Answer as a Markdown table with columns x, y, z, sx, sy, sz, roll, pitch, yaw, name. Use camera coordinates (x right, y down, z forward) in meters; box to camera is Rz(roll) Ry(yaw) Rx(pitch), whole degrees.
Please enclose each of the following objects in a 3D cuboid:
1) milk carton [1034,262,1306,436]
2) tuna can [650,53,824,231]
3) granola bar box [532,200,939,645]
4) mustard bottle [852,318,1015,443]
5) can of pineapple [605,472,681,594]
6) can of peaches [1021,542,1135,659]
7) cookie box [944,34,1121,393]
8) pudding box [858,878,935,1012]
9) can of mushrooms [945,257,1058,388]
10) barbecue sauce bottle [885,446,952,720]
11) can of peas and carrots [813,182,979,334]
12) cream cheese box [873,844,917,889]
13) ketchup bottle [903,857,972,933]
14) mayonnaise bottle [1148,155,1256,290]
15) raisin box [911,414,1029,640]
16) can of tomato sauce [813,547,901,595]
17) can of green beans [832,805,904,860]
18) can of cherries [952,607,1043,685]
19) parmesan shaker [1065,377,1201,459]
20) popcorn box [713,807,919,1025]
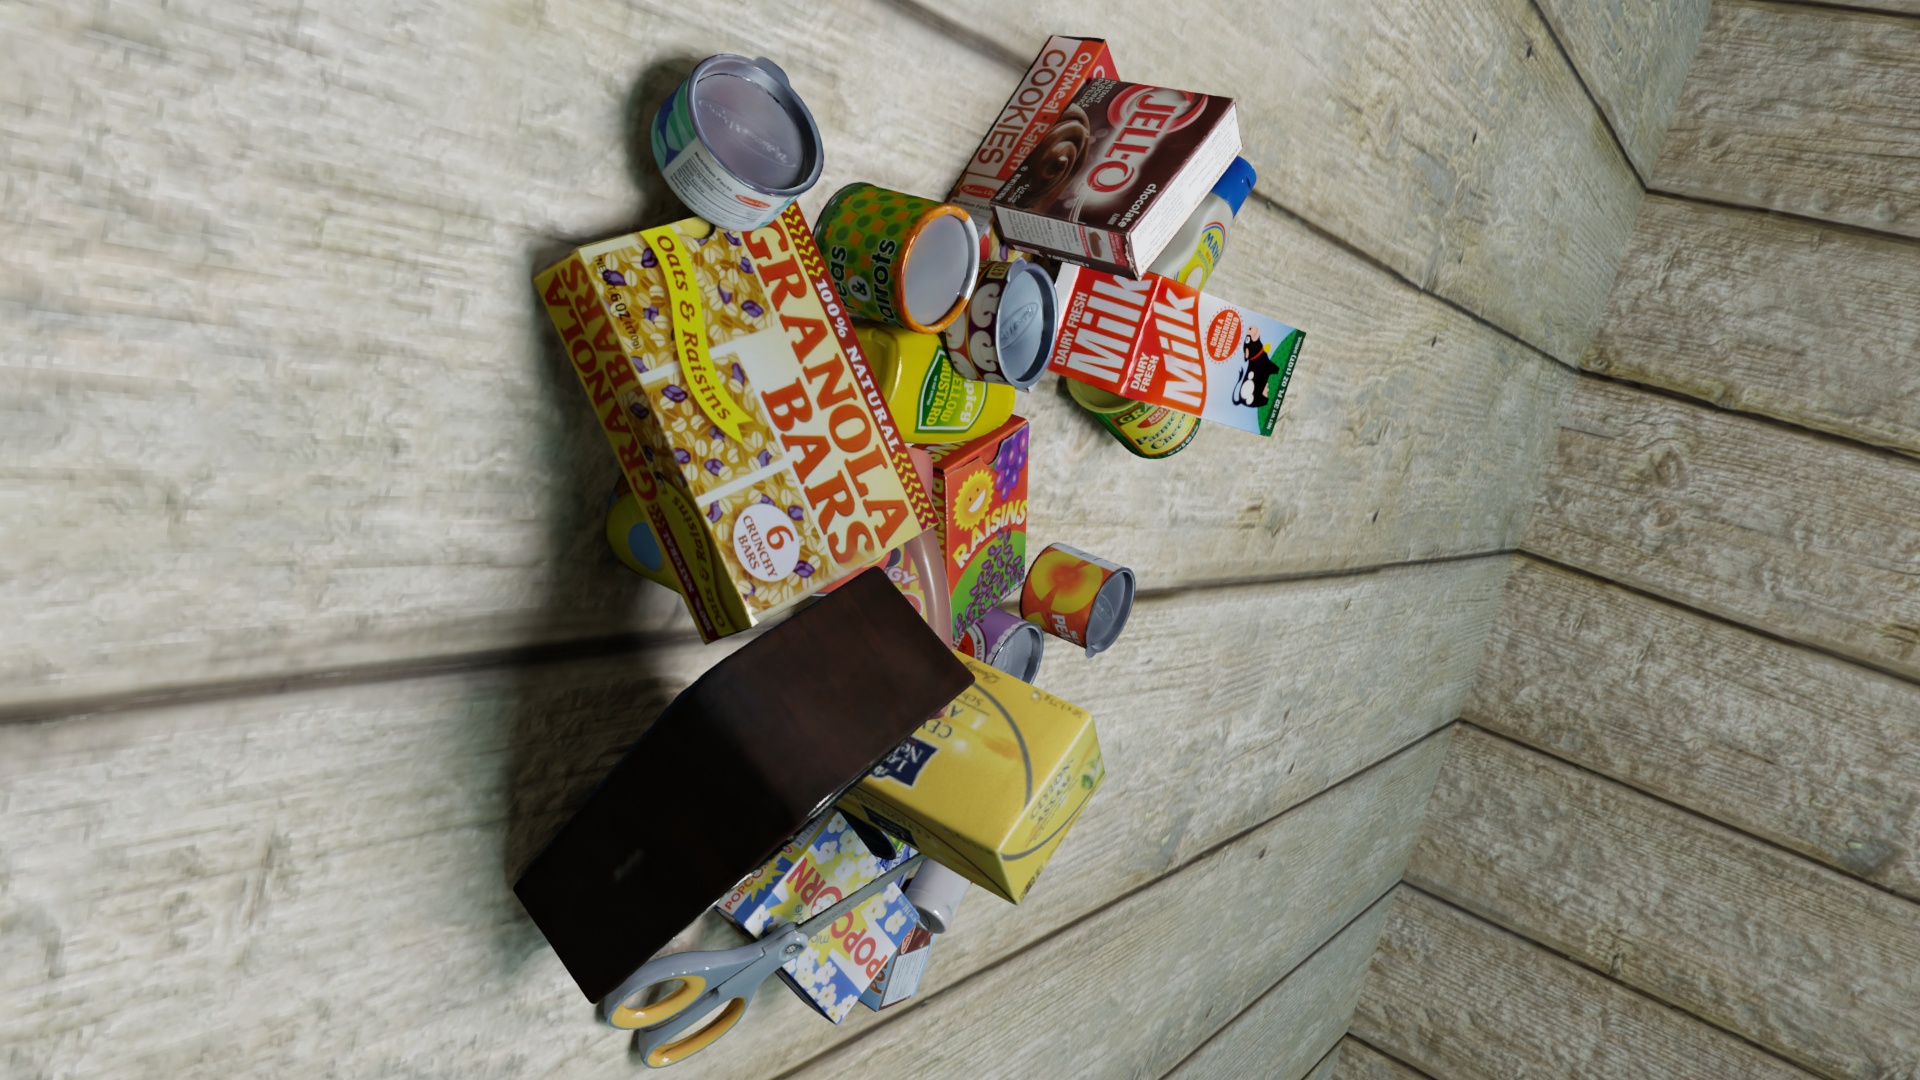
| x | y | z | sx | sy | sz | roll | pitch | yaw | name |
| --- | --- | --- | --- | --- | --- | --- | --- | --- | --- |
| 0.116 | -0.119 | 0.832 | 0.191 | 0.073 | 0.072 | 10 | 102 | -44 | milk carton |
| -0.093 | -0.167 | 0.581 | 0.071 | 0.032 | 0.071 | 20 | 58 | -36 | tuna can |
| -0.090 | -0.057 | 0.596 | 0.125 | 0.039 | 0.165 | -31 | 99 | -46 | granola bar box |
| -0.009 | -0.085 | 0.780 | 0.160 | 0.049 | 0.065 | 0 | 108 | -58 | mustard bottle |
| -0.120 | -0.008 | 0.642 | 0.071 | 0.058 | 0.070 | -36 | 137 | -43 | can of pineapple |
| 0.084 | 0.043 | 1.001 | 0.071 | 0.058 | 0.071 | -37 | 138 | -42 | can of peaches |
| 0.049 | -0.190 | 0.815 | 0.168 | 0.040 | 0.122 | -59 | 148 | -15 | cookie box |
| -0.043 | 0.283 | 0.977 | 0.050 | 0.030 | 0.083 | 6 | 103 | -58 | pudding box |
| 0.022 | -0.118 | 0.739 | 0.071 | 0.033 | 0.070 | -25 | 120 | -53 | can of mushrooms |
| -0.036 | 0.023 | 0.758 | 0.043 | 0.065 | 0.149 | 52 | 37 | -64 | barbecue sauce bottle |
| -0.033 | -0.140 | 0.697 | 0.071 | 0.059 | 0.070 | -35 | 136 | -43 | can of peas and carrots |
| -0.058 | 0.221 | 0.921 | 0.053 | 0.024 | 0.104 | 30 | 83 | -61 | cream cheese box |
| 0.006 | 0.200 | 0.967 | 0.149 | 0.043 | 0.064 | -58 | 146 | -36 | ketchup bottle |
| 0.161 | -0.208 | 0.981 | 0.148 | 0.041 | 0.064 | -58 | 147 | -16 | mayonnaise bottle |
| 0.003 | -0.011 | 0.857 | 0.086 | 0.040 | 0.122 | -35 | 135 | -42 | raisin box |
| -0.068 | -0.024 | 0.703 | 0.071 | 0.071 | 0.082 | -38 | 138 | -41 | can of tomato sauce |
| -0.049 | 0.151 | 0.848 | 0.058 | 0.071 | 0.071 | -51 | 146 | -27 | can of green beans |
| 0.011 | 0.074 | 0.904 | 0.072 | 0.058 | 0.071 | -37 | 138 | -41 | can of cherries |
| 0.124 | -0.104 | 0.961 | 0.103 | 0.071 | 0.071 | 32 | 82 | -59 | parmesan shaker |
| -0.085 | 0.223 | 0.838 | 0.085 | 0.038 | 0.126 | -49 | 133 | -23 | popcorn box |
